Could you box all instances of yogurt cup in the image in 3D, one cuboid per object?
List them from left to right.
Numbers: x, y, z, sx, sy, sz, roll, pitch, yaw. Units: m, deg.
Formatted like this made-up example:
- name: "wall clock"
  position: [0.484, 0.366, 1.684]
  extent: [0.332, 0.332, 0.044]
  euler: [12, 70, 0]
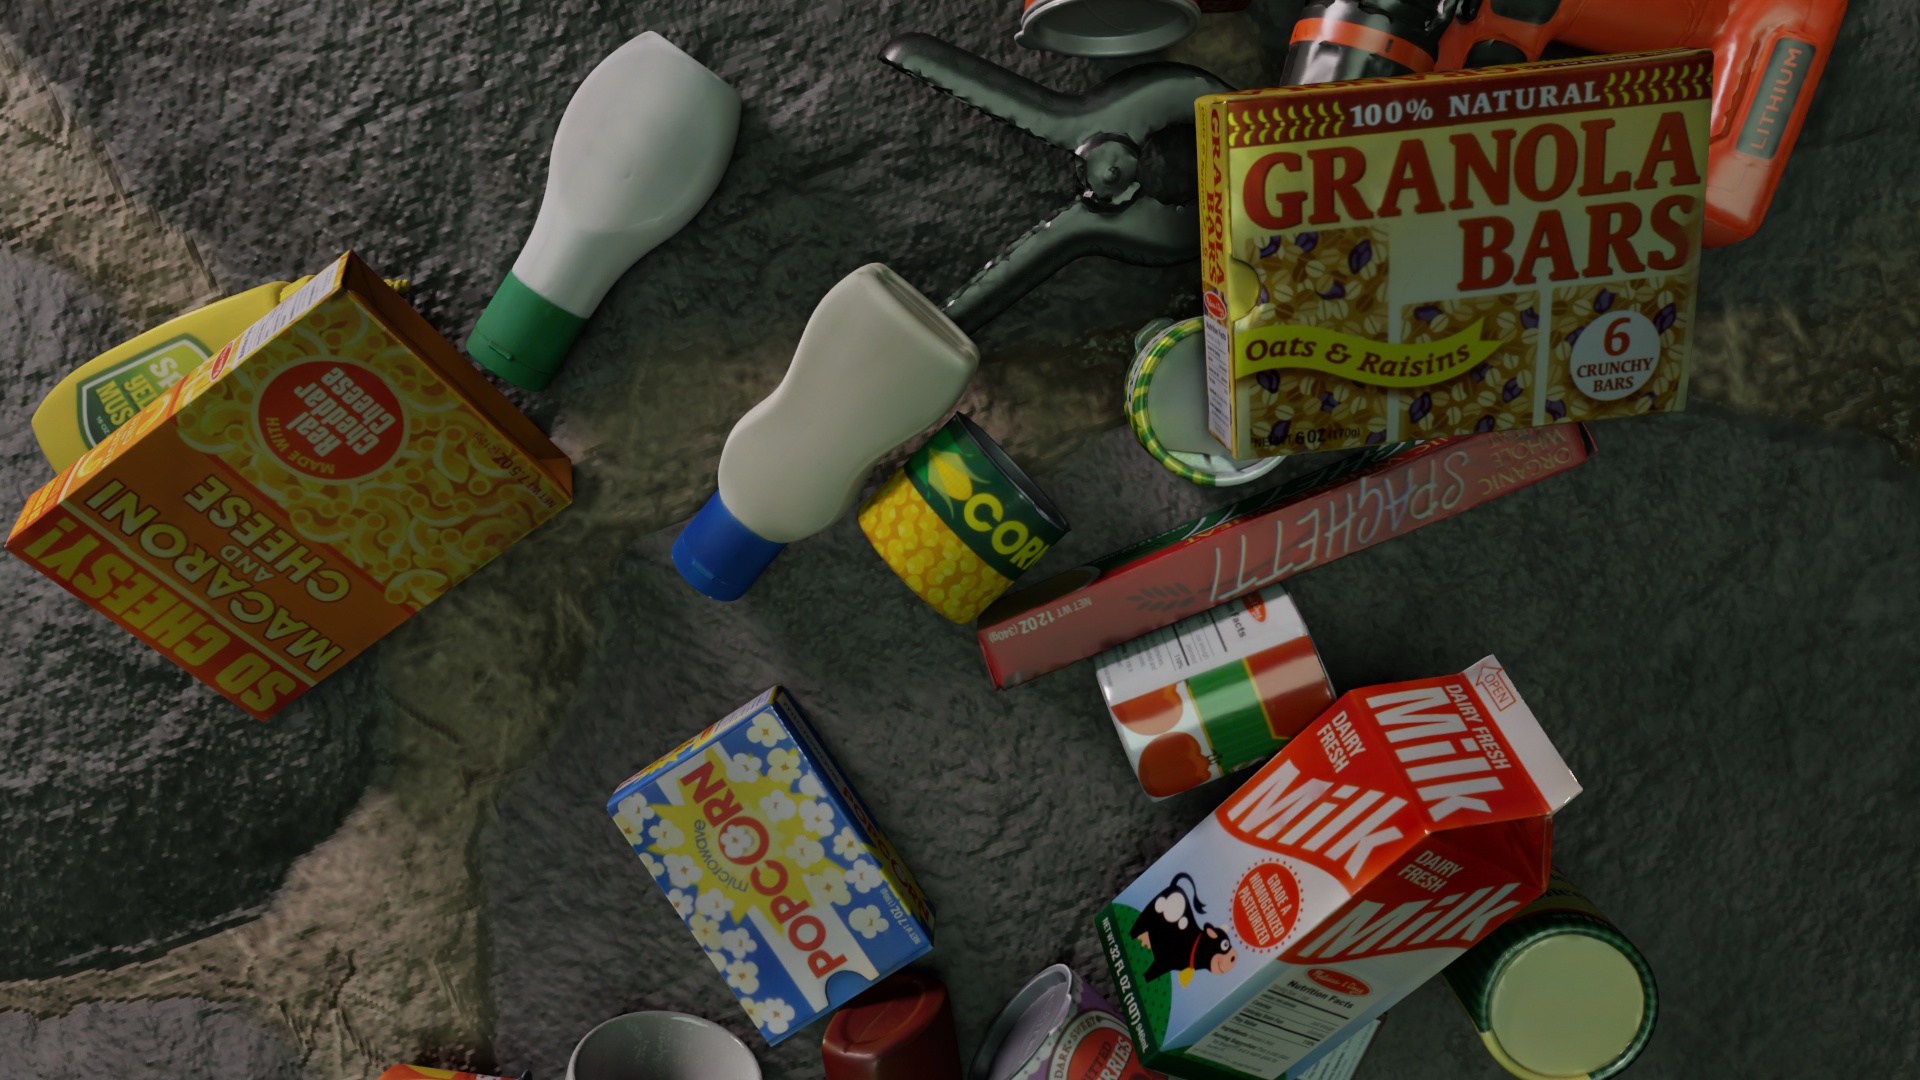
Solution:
- name: "yogurt cup"
  position: [0.057, -0.221, 0.529]
  extent: [0.072, 0.072, 0.054]
  euler: [0, 90, 3]

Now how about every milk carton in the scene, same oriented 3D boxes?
- name: "milk carton"
  position: [0.146, 0.127, 0.531]
  extent: [0.073, 0.073, 0.190]
  euler: [28, 118, -29]

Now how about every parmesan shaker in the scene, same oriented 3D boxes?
- name: "parmesan shaker"
  position: [0.225, 0.162, 0.552]
  extent: [0.071, 0.103, 0.071]
  euler: [0, 98, 2]

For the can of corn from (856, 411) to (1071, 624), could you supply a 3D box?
- name: "can of corn"
  position: [0.002, -0.007, 0.556]
  extent: [0.058, 0.071, 0.071]
  euler: [-44, 94, 8]

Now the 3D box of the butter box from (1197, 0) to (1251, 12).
- name: "butter box"
  position: [0.101, -0.259, 0.526]
  extent: [0.024, 0.053, 0.103]
  euler: [-2, 98, 0]

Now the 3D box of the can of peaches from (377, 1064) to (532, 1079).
- name: "can of peaches"
  position: [-0.226, 0.264, 0.606]
  extent: [0.058, 0.071, 0.071]
  euler: [6, 98, 2]

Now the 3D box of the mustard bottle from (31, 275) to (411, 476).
- name: "mustard bottle"
  position: [-0.297, -0.069, 0.571]
  extent: [0.160, 0.049, 0.065]
  euler: [-29, 99, 6]

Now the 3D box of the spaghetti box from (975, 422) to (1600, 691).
- name: "spaghetti box"
  position: [0.125, -0.002, 0.561]
  extent: [0.250, 0.050, 0.028]
  euler: [-22, 98, 5]

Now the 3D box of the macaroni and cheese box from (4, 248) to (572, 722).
- name: "macaroni and cheese box"
  position: [-0.261, -0.017, 0.555]
  extent: [0.166, 0.040, 0.123]
  euler: [-34, 125, 7]

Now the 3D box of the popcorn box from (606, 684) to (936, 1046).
- name: "popcorn box"
  position: [-0.079, 0.137, 0.595]
  extent: [0.085, 0.038, 0.126]
  euler: [-33, 95, 5]

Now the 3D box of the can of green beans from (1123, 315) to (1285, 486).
- name: "can of green beans"
  position: [0.100, -0.056, 0.551]
  extent: [0.071, 0.058, 0.071]
  euler: [0, 98, 3]

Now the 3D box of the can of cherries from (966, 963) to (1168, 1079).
- name: "can of cherries"
  position: [0.046, 0.224, 0.584]
  extent: [0.058, 0.071, 0.071]
  euler: [42, 98, -4]

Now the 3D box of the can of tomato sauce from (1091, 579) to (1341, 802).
- name: "can of tomato sauce"
  position: [0.104, 0.063, 0.563]
  extent: [0.083, 0.071, 0.071]
  euler: [-22, 96, 6]

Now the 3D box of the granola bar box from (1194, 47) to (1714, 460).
- name: "granola bar box"
  position: [0.170, -0.099, 0.485]
  extent: [0.166, 0.039, 0.123]
  euler: [-7, 109, -2]

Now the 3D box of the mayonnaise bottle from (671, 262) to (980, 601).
- name: "mayonnaise bottle"
  position: [-0.060, -0.037, 0.554]
  extent: [0.065, 0.041, 0.147]
  euler: [41, 112, -4]

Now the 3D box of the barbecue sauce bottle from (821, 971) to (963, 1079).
- name: "barbecue sauce bottle"
  position: [-0.021, 0.266, 0.600]
  extent: [0.043, 0.065, 0.148]
  euler: [1, 108, 32]

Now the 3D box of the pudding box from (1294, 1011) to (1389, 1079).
- name: "pudding box"
  position: [0.142, 0.223, 0.601]
  extent: [0.050, 0.030, 0.083]
  euler: [24, 98, -2]

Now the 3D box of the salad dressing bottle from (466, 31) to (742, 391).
- name: "salad dressing bottle"
  position: [-0.146, -0.130, 0.560]
  extent: [0.064, 0.044, 0.147]
  euler: [35, 99, -4]
